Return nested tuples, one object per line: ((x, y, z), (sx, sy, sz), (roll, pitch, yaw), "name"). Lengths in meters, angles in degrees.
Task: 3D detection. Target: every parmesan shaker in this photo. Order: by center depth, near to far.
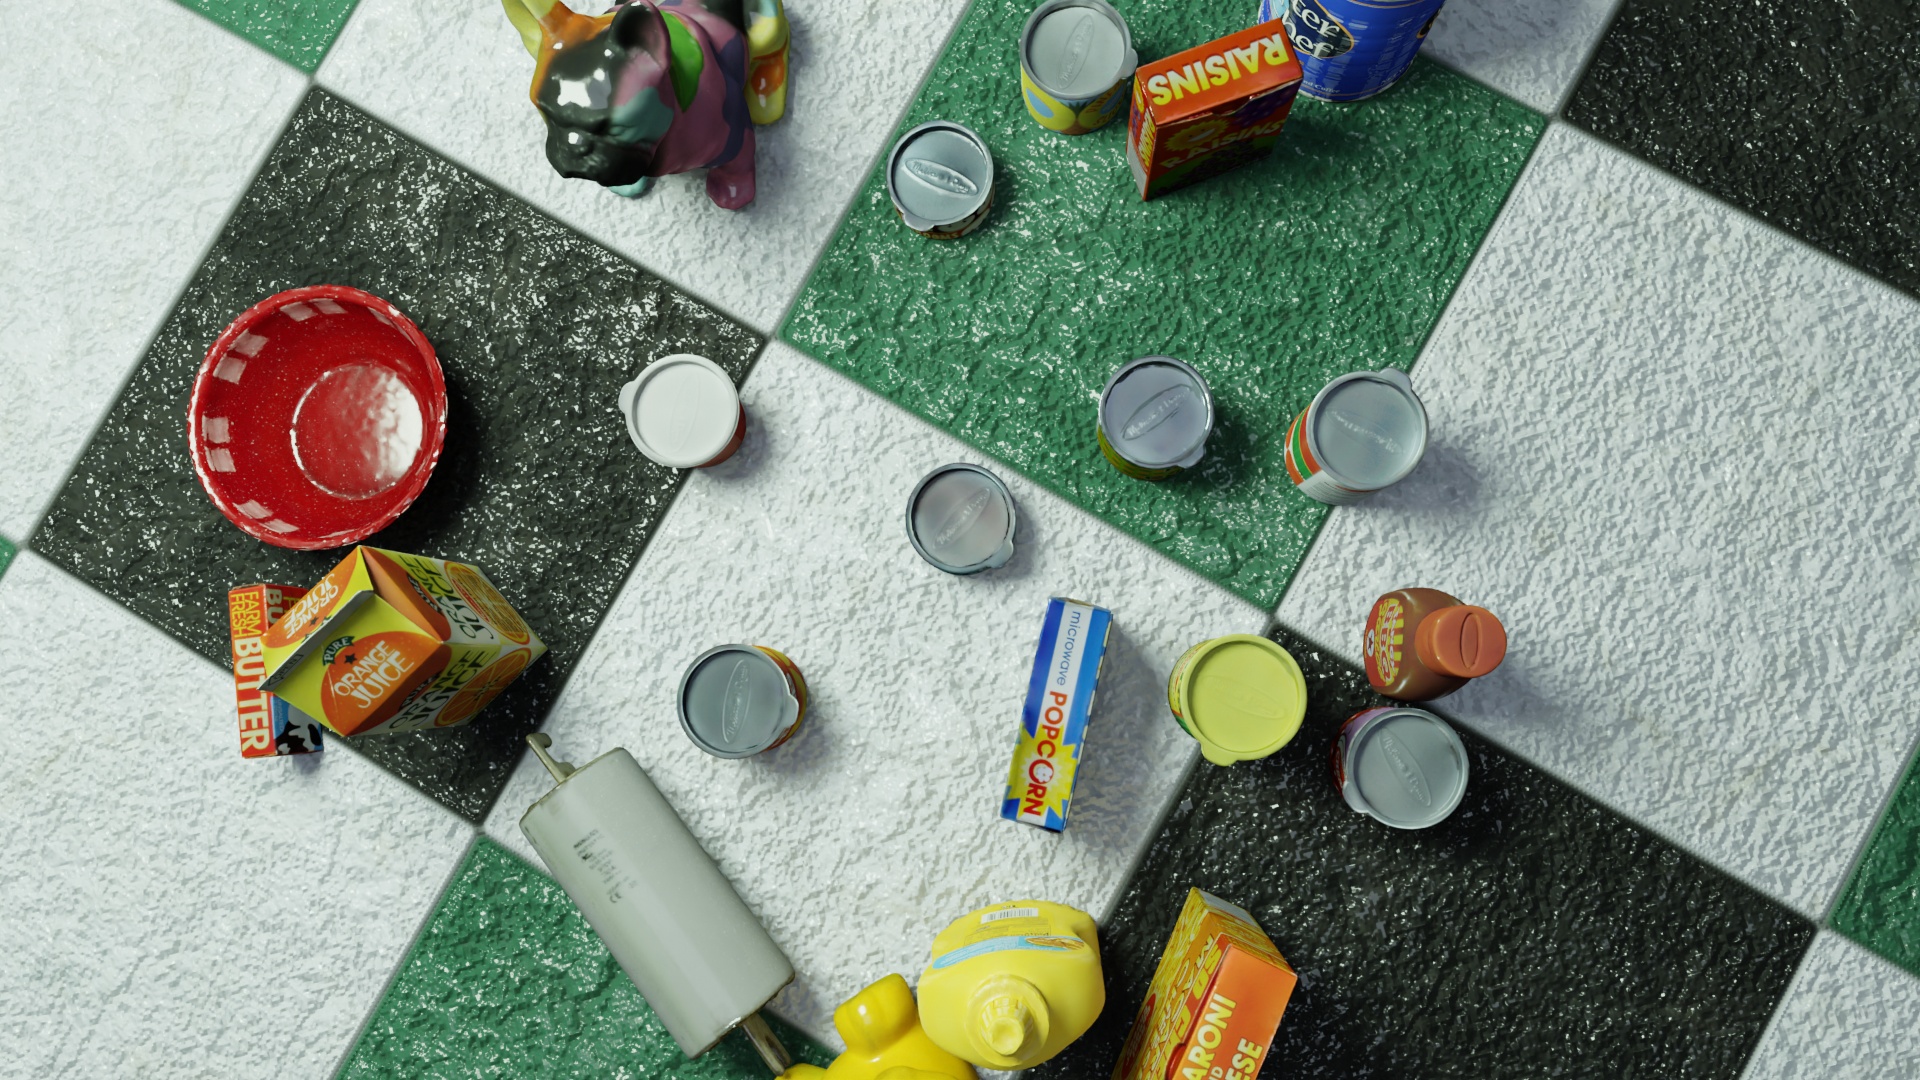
((0.151, 0.089, 0.780), (0.071, 0.103, 0.071), (0, 85, 4), "parmesan shaker")

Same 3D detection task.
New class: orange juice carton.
((-0.310, 0.056, 0.768), (0.072, 0.192, 0.073), (-43, 84, -1), "orange juice carton")

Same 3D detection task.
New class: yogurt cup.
((-0.162, -0.074, 0.841), (0.072, 0.054, 0.072), (0, 84, 4), "yogurt cup")

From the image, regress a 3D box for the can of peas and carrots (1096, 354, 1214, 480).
((0.116, -0.069, 0.820), (0.071, 0.058, 0.071), (0, 84, 4), "can of peas and carrots")

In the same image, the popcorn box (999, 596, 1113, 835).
((0.056, 0.098, 0.794), (0.038, 0.085, 0.126), (13, 85, 5), "popcorn box")

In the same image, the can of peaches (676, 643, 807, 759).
((-0.125, 0.095, 0.820), (0.071, 0.058, 0.071), (0, 84, 4), "can of peaches")

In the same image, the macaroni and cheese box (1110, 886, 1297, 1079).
((0.123, 0.260, 0.732), (0.040, 0.166, 0.124), (24, 87, 6), "macaroni and cheese box")

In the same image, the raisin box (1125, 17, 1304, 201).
((0.143, -0.245, 0.804), (0.086, 0.123, 0.040), (-18, 84, 2), "raisin box")

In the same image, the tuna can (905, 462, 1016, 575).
((0.003, -0.010, 0.835), (0.071, 0.033, 0.071), (0, 84, 4), "tuna can")

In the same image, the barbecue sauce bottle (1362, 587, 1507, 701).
((0.256, 0.056, 0.753), (0.044, 0.148, 0.065), (5, 85, 4), "barbecue sauce bottle")

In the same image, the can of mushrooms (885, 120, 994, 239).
((-0.013, -0.219, 0.857), (0.071, 0.033, 0.071), (0, 84, 4), "can of mushrooms")

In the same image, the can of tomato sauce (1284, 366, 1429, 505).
((0.226, -0.059, 0.800), (0.071, 0.083, 0.071), (0, 85, 4), "can of tomato sauce")

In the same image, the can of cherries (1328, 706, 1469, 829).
((0.246, 0.129, 0.792), (0.071, 0.058, 0.071), (0, 84, 4), "can of cherries")

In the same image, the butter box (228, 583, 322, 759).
((-0.415, 0.079, 0.843), (0.024, 0.053, 0.103), (-8, 84, 3), "butter box")

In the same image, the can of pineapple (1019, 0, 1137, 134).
((0.071, -0.287, 0.846), (0.071, 0.058, 0.071), (0, 84, 4), "can of pineapple")
